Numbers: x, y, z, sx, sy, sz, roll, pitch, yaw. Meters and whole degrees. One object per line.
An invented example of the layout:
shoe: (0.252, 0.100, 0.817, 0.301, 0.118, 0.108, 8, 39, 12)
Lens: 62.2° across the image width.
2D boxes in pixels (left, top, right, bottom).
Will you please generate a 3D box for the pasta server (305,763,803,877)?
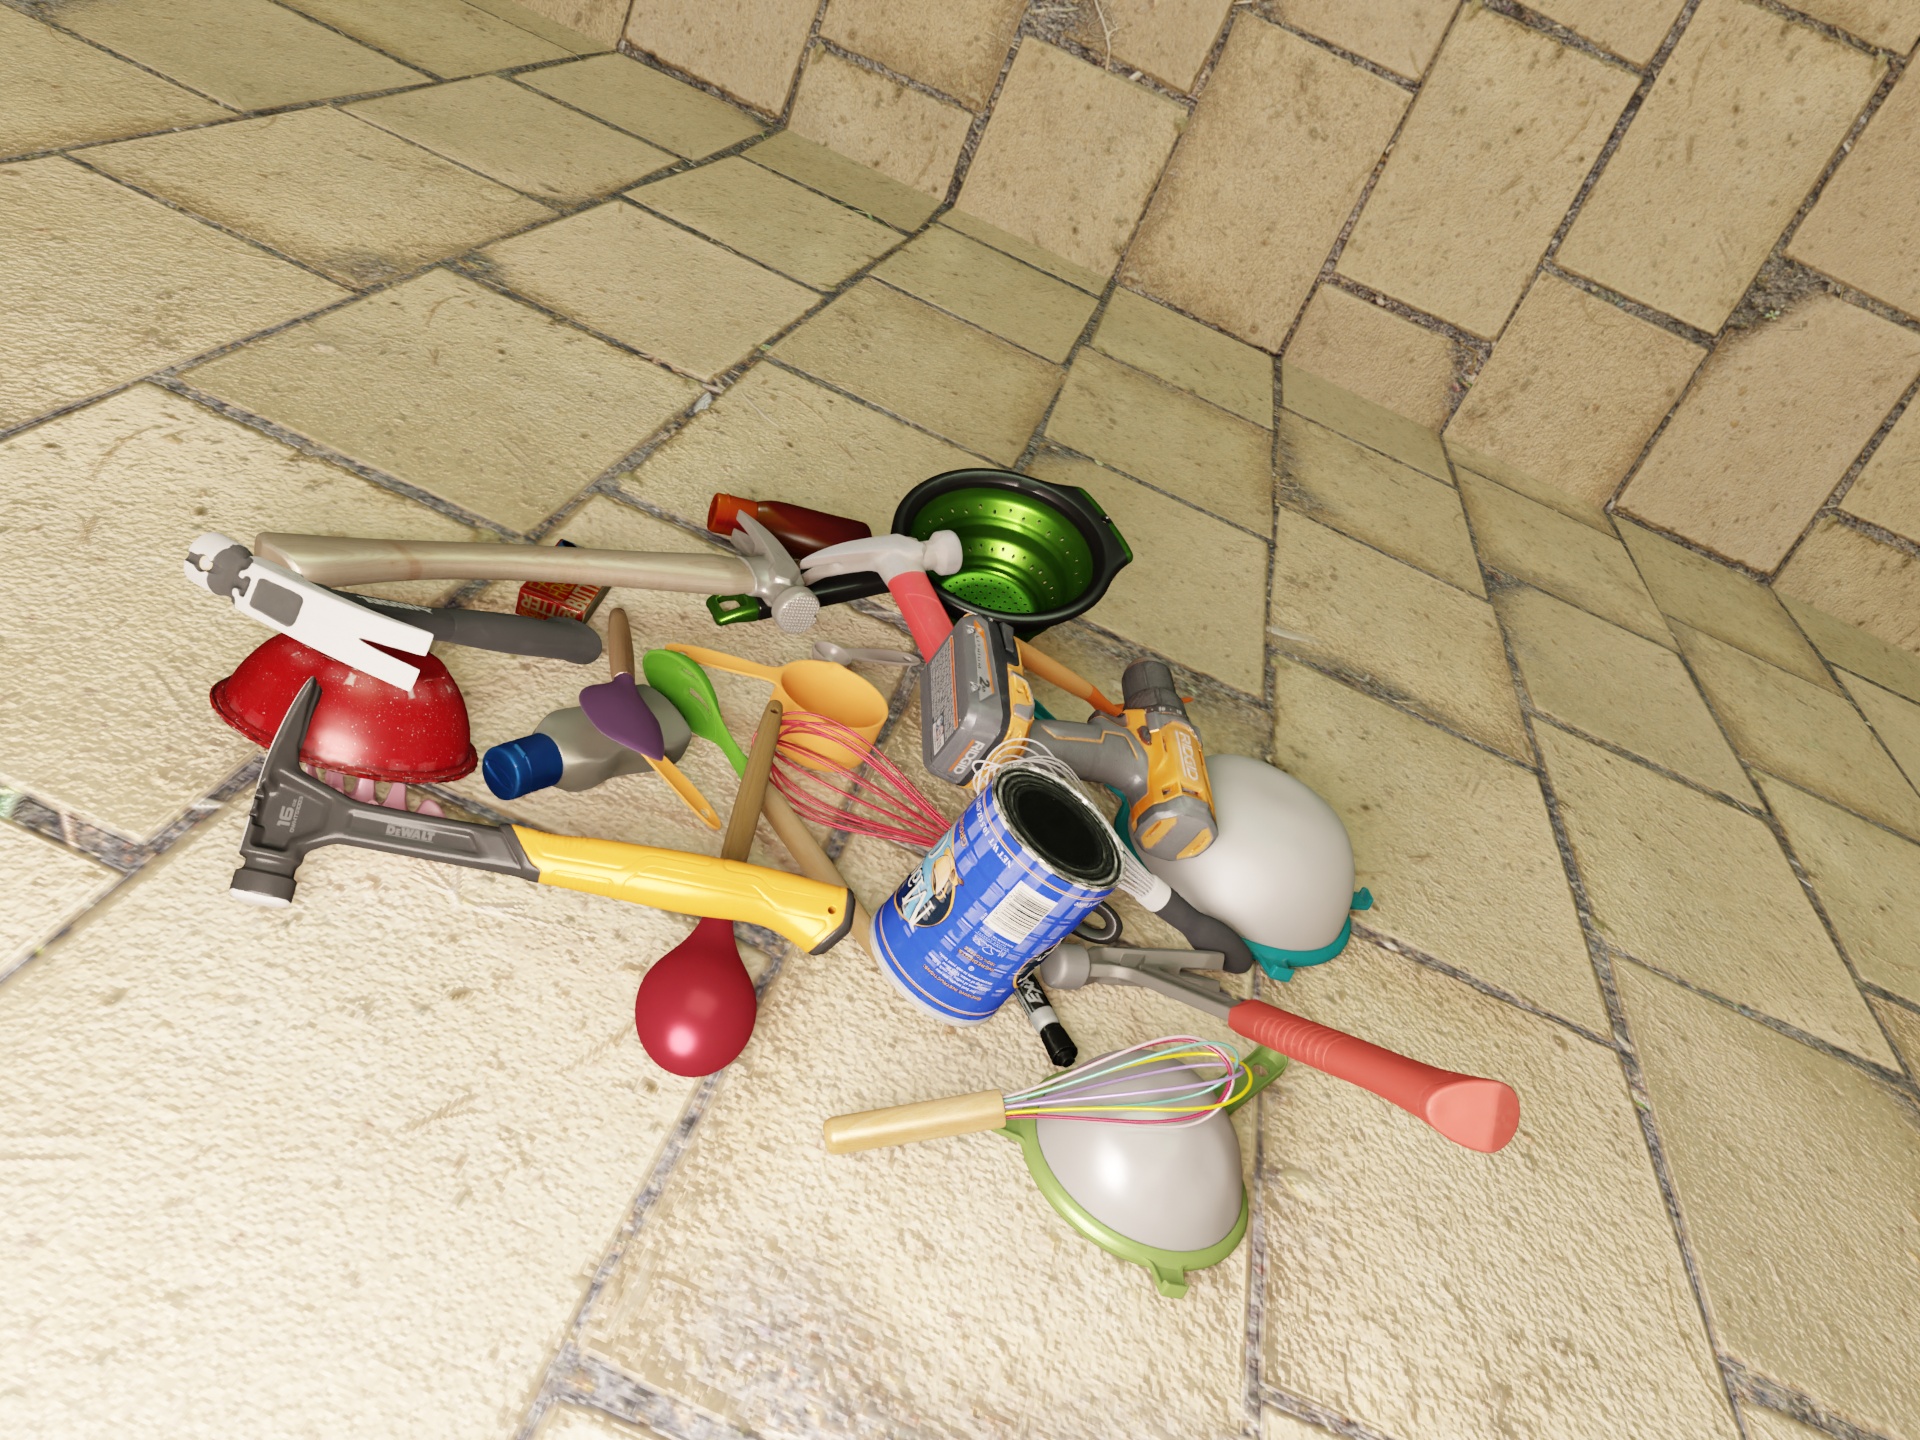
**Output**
pasta server: (-0.243, 0.074, 0.987, 0.316, 0.040, 0.060, 12, 15, -26)

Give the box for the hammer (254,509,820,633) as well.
hammer: (-0.315, -0.123, 1.208, 0.410, 0.038, 0.146, -1, 36, -34)

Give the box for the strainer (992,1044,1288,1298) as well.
strainer: (0.148, 0.237, 0.988, 0.152, 0.069, 0.256, 40, 33, 25)

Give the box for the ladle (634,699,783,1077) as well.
ladle: (-0.141, 0.088, 0.997, 0.069, 0.031, 0.316, 17, 38, -8)

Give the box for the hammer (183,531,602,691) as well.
hammer: (-0.324, -0.059, 1.026, 0.146, 0.035, 0.334, 26, 6, 15)

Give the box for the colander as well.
colander: (-0.040, -0.113, 1.427, 0.397, 0.094, 0.205, -15, 54, -25)

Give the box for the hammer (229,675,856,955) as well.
hammer: (-0.223, 0.072, 0.903, 0.336, 0.034, 0.127, 13, 73, -11)

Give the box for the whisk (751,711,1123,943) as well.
whisk: (-0.017, 0.080, 1.126, 0.296, 0.073, 0.073, 29, 28, 4)

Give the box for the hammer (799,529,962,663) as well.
hammer: (-0.002, -0.004, 1.248, 0.143, 0.038, 0.387, -12, 53, -22)

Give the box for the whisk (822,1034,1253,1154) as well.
whisk: (0.045, 0.214, 0.890, 0.245, 0.051, 0.047, -8, 52, -7)

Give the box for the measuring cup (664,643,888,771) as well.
measuring cup: (-0.144, -0.012, 1.197, 0.173, 0.052, 0.095, 17, 29, -12)

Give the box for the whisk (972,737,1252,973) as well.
whisk: (0.115, 0.105, 1.121, 0.284, 0.070, 0.070, 38, 22, -26)

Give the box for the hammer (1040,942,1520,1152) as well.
hammer: (0.198, 0.187, 0.962, 0.149, 0.037, 0.359, 8, 1, -27)

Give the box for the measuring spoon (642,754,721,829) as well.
measuring spoon: (-0.203, 0.033, 1.068, 0.116, 0.011, 0.021, 49, 21, -18)

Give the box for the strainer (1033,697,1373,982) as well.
strainer: (0.190, 0.055, 1.299, 0.340, 0.095, 0.211, 38, 31, 21)

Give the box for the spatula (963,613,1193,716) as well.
spatula: (0.092, -0.040, 1.325, 0.081, 0.041, 0.322, -6, -19, 33)

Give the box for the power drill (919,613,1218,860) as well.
power drill: (0.085, -0.003, 1.196, 0.226, 0.084, 0.186, 20, 41, -22)

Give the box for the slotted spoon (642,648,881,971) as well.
slotted spoon: (-0.130, 0.058, 1.094, 0.031, 0.070, 0.314, -25, 59, -27)

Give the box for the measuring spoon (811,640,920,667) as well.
measuring spoon: (-0.080, -0.049, 1.353, 0.124, 0.018, 0.034, 1, 36, -48)

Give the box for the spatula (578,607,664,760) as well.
spatula: (-0.237, -0.035, 1.107, 0.059, 0.018, 0.316, 28, 10, -20)
